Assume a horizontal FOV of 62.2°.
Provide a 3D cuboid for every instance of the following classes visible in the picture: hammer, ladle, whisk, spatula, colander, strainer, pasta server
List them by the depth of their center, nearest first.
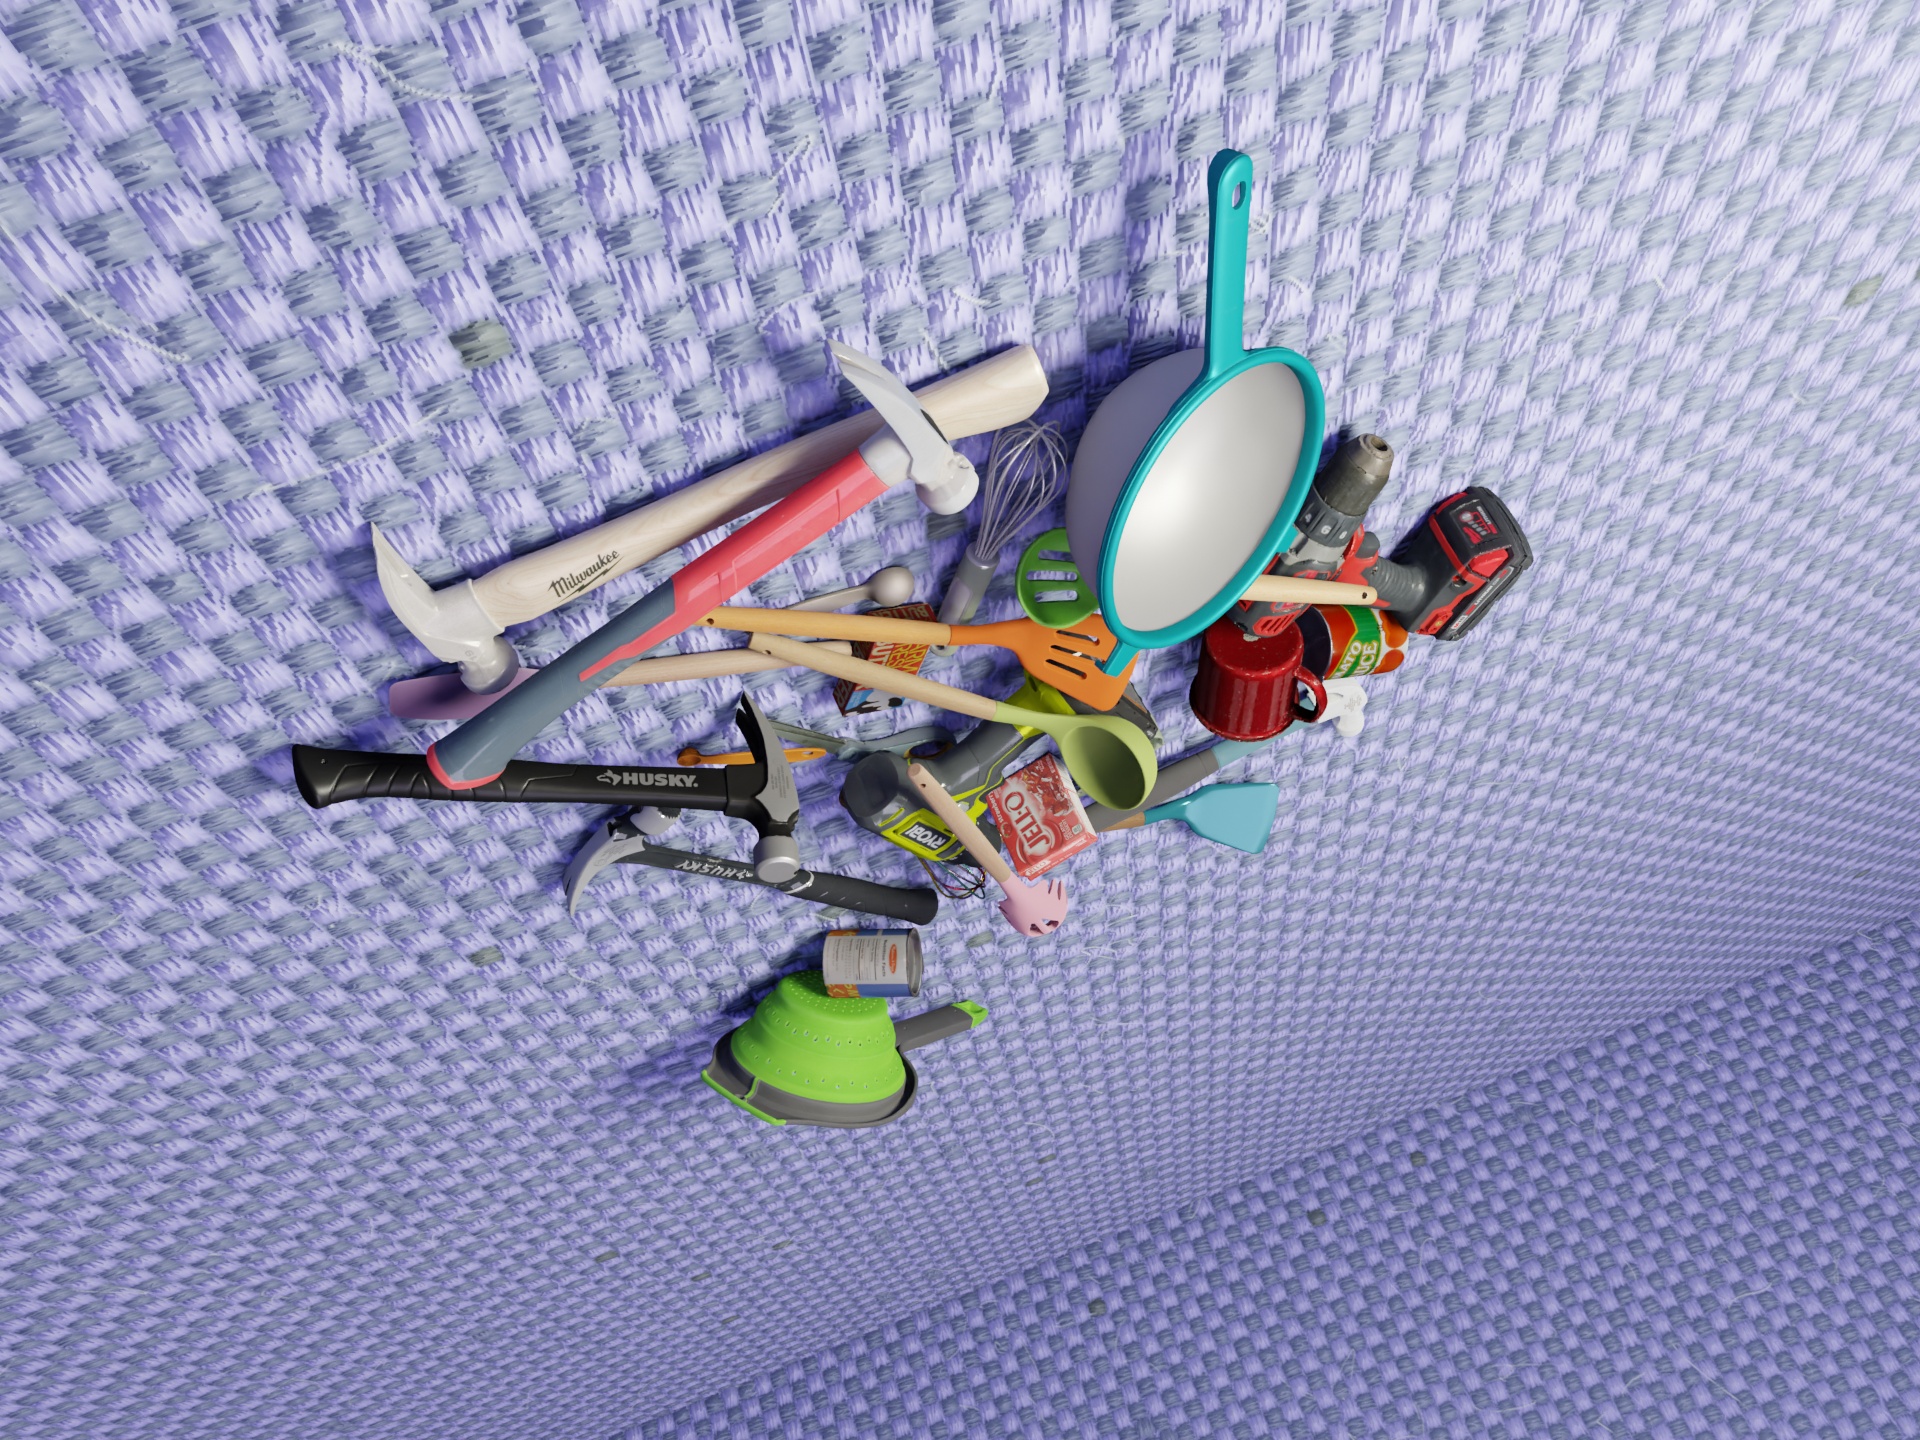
[{"bbox_3d":[-0.180,-0.077,0.958,0.386,0.038,0.143,-33,144,13],"label":"hammer"},{"bbox_3d":[-0.144,-0.140,0.959,0.410,0.038,0.146,-23,148,0],"label":"hammer"},{"bbox_3d":[0.131,-0.202,0.987,0.211,0.095,0.340,-35,143,-26],"label":"strainer"},{"bbox_3d":[0.018,-0.118,1.090,0.059,0.058,0.246,-40,166,-35],"label":"whisk"},{"bbox_3d":[-0.226,-0.031,1.091,0.316,0.018,0.059,-8,153,-21],"label":"spatula"},{"bbox_3d":[-0.279,0.038,1.091,0.334,0.146,0.035,4,141,-19],"label":"hammer"},{"bbox_3d":[-0.029,-0.056,1.101,0.322,0.041,0.081,3,127,-23],"label":"spatula"},{"bbox_3d":[-0.002,-0.004,1.143,0.320,0.062,0.078,16,149,-19],"label":"ladle"},{"bbox_3d":[0.022,0.108,1.292,0.060,0.040,0.315,-27,143,8],"label":"pasta server"},{"bbox_3d":[-0.160,0.142,1.385,0.149,0.036,0.408,-38,146,26],"label":"hammer"},{"bbox_3d":[-0.039,0.112,1.411,0.047,0.051,0.244,-26,146,17],"label":"whisk"},{"bbox_3d":[0.222,0.042,1.463,0.331,0.033,0.128,-27,149,-1],"label":"hammer"},{"bbox_3d":[0.156,0.100,1.517,0.317,0.044,0.082,-5,121,-24],"label":"spatula"},{"bbox_3d":[-0.086,0.302,1.622,0.397,0.205,0.094,-5,113,-54],"label":"colander"}]

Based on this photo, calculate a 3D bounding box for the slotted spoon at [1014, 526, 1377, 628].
[{"bbox_3d":[0.172,-0.096,1.139,0.313,0.031,0.070,1,100,-26],"label":"slotted spoon"}]

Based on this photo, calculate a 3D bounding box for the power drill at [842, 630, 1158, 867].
[{"bbox_3d":[0.040,0.035,1.289,0.228,0.080,0.190,-37,146,15],"label":"power drill"}]

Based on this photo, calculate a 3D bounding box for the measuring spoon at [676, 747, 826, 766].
[{"bbox_3d":[-0.159,0.025,1.216,0.117,0.011,0.021,-2,153,-21],"label":"measuring spoon"}]

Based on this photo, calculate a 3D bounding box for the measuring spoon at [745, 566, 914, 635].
[{"bbox_3d":[-0.090,-0.076,1.109,0.124,0.018,0.034,-19,149,-6],"label":"measuring spoon"}]

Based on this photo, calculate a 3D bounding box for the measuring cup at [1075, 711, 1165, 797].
[{"bbox_3d":[0.121,0.030,1.405,0.083,0.038,0.167,-14,164,-20],"label":"measuring cup"}]

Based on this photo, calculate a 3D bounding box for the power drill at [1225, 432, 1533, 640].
[{"bbox_3d":[0.333,-0.140,1.235,0.226,0.080,0.187,0,142,-28],"label":"power drill"}]
